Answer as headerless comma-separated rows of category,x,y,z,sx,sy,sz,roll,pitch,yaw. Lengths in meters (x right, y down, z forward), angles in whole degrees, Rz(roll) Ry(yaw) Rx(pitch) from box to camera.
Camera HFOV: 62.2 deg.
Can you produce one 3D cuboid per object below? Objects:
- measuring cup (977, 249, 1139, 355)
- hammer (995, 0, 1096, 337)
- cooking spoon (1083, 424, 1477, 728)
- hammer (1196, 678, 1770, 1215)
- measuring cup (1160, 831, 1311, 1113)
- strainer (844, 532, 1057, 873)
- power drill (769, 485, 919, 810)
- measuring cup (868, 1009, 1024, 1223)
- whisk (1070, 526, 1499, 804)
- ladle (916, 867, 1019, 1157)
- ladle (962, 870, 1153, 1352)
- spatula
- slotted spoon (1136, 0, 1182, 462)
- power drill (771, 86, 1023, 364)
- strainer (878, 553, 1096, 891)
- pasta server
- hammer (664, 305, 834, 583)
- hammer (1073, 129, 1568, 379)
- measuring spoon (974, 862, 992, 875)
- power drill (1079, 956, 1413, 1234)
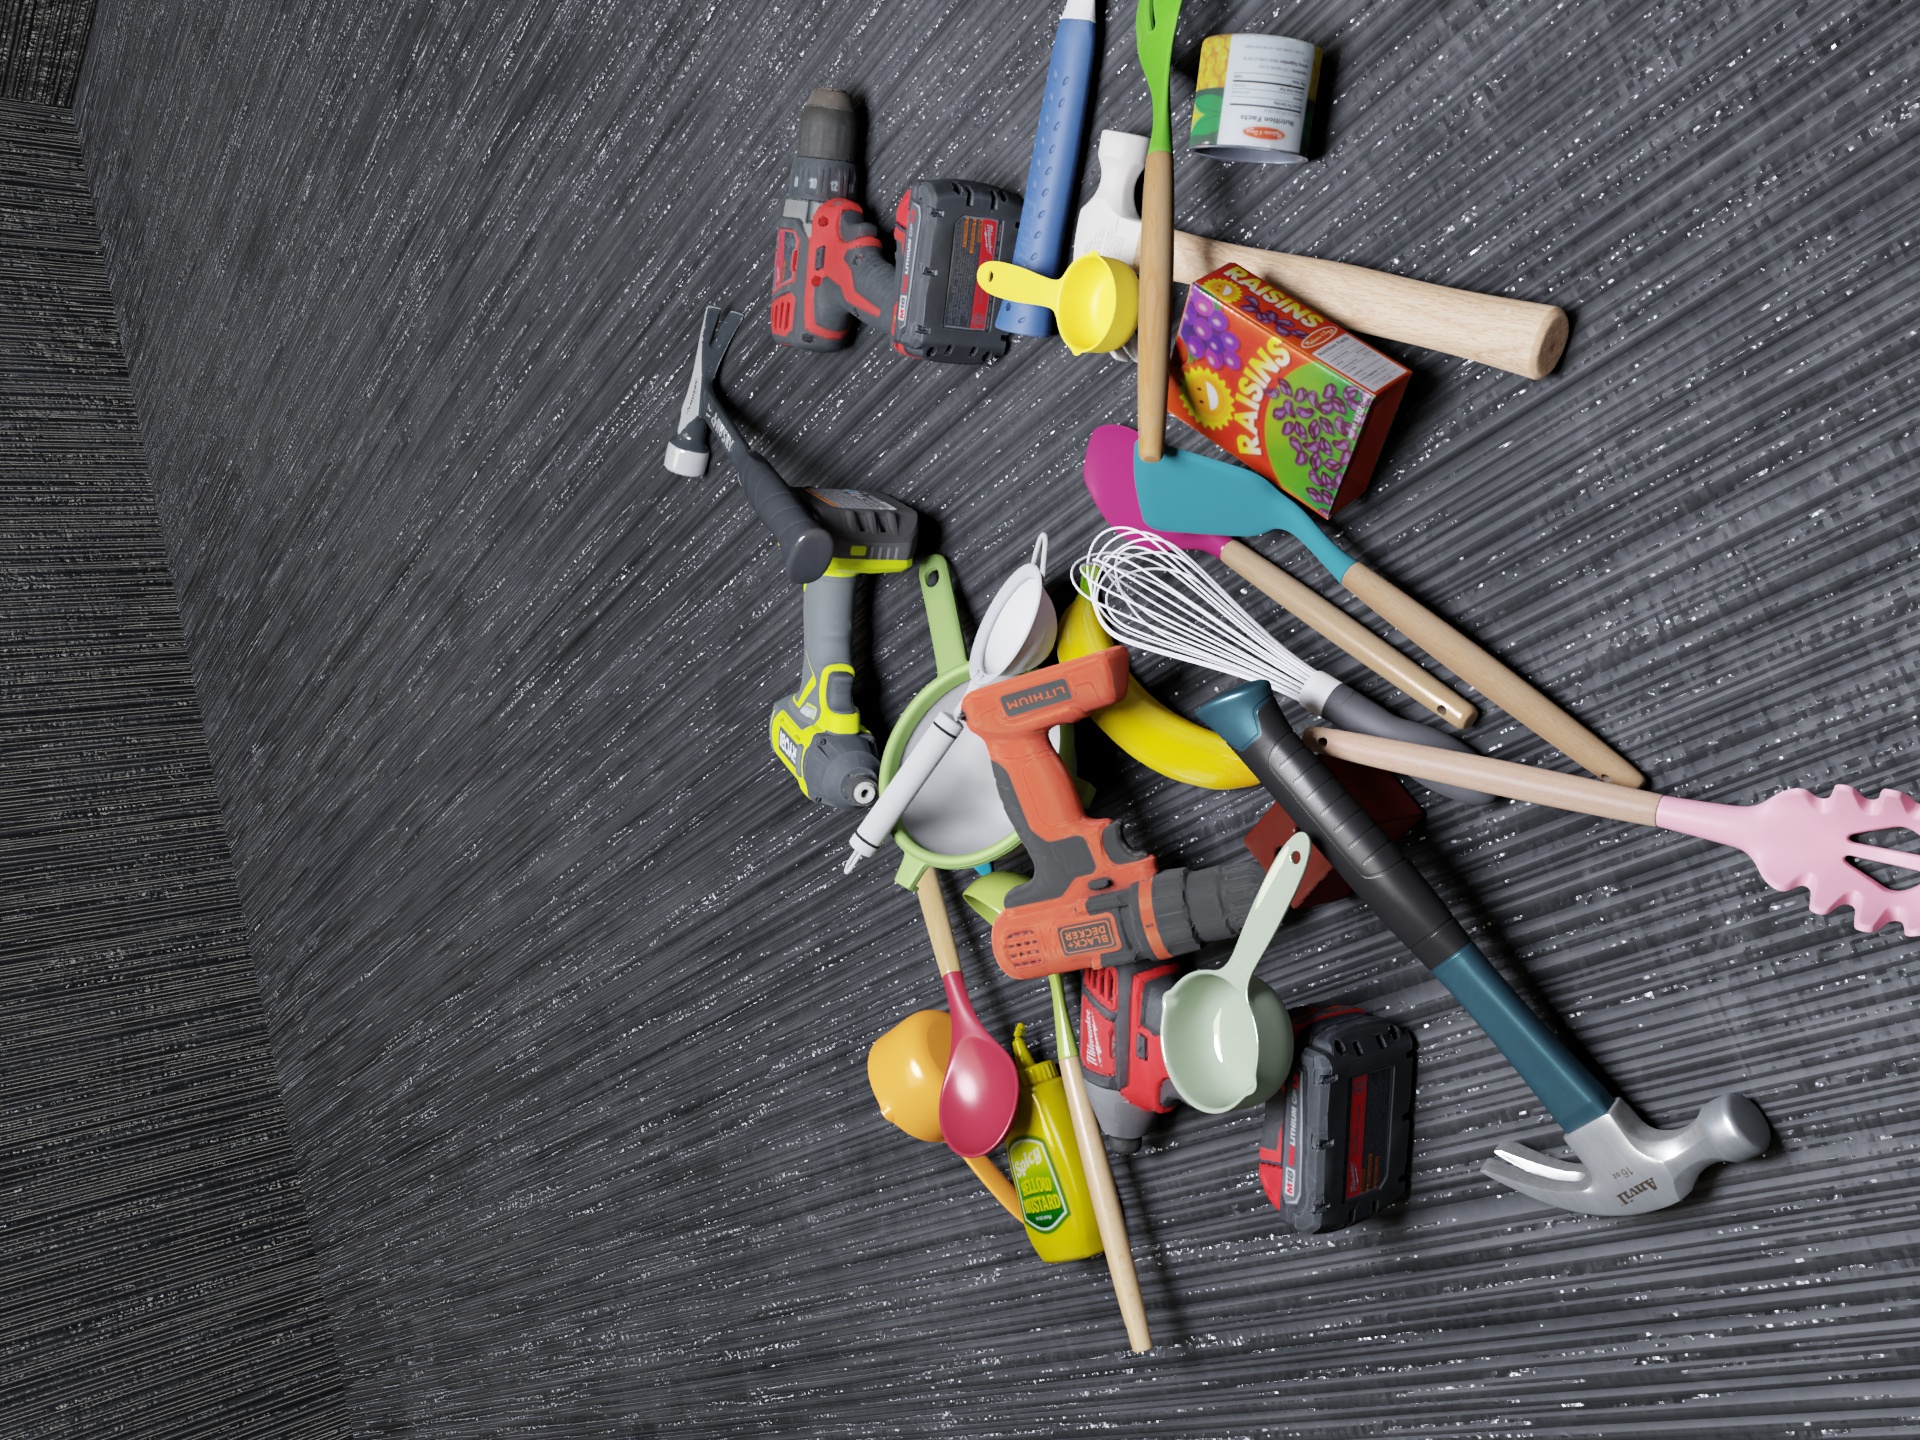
measuring cup,0.060,-0.266,0.989,0.157,0.029,0.062,36,123,52
hammer,0.078,-0.443,0.980,0.144,0.035,0.405,29,117,44
cooking spoon,0.175,-0.087,0.929,0.319,0.017,0.068,44,135,38
hammer,0.241,0.107,0.809,0.331,0.033,0.128,51,131,13
measuring cup,0.162,0.133,0.850,0.083,0.038,0.167,43,119,49
strainer,-0.002,-0.003,1.038,0.258,0.050,0.087,-55,21,8
power drill,-0.088,-0.052,1.176,0.171,0.080,0.223,-141,54,-63
measuring cup,0.010,0.284,1.143,0.174,0.095,0.052,49,119,8
whisk,0.176,-0.030,0.893,0.285,0.070,0.070,35,121,31
ladle,-0.014,0.159,1.137,0.069,0.031,0.316,-31,56,25
ladle,0.067,0.252,1.050,0.078,0.062,0.320,85,172,-74
spatula,0.219,-0.056,0.842,0.318,0.044,0.082,43,165,28
slotted spoon,0.112,-0.294,0.893,0.070,0.031,0.314,126,148,-75
power drill,-0.056,-0.348,1.125,0.227,0.080,0.188,26,114,48
strainer,0.014,-0.005,1.100,0.151,0.069,0.257,-28,52,22
pasta server,0.301,0.037,0.752,0.316,0.040,0.060,14,97,39
hammer,-0.160,-0.200,1.203,0.409,0.036,0.149,-127,49,-57
hammer,0.183,-0.241,0.887,0.332,0.031,0.130,31,118,43
measuring spoon,-0.006,0.058,1.169,0.042,0.021,0.129,-44,71,44
power drill,0.156,0.217,0.953,0.220,0.078,0.143,12,103,52
